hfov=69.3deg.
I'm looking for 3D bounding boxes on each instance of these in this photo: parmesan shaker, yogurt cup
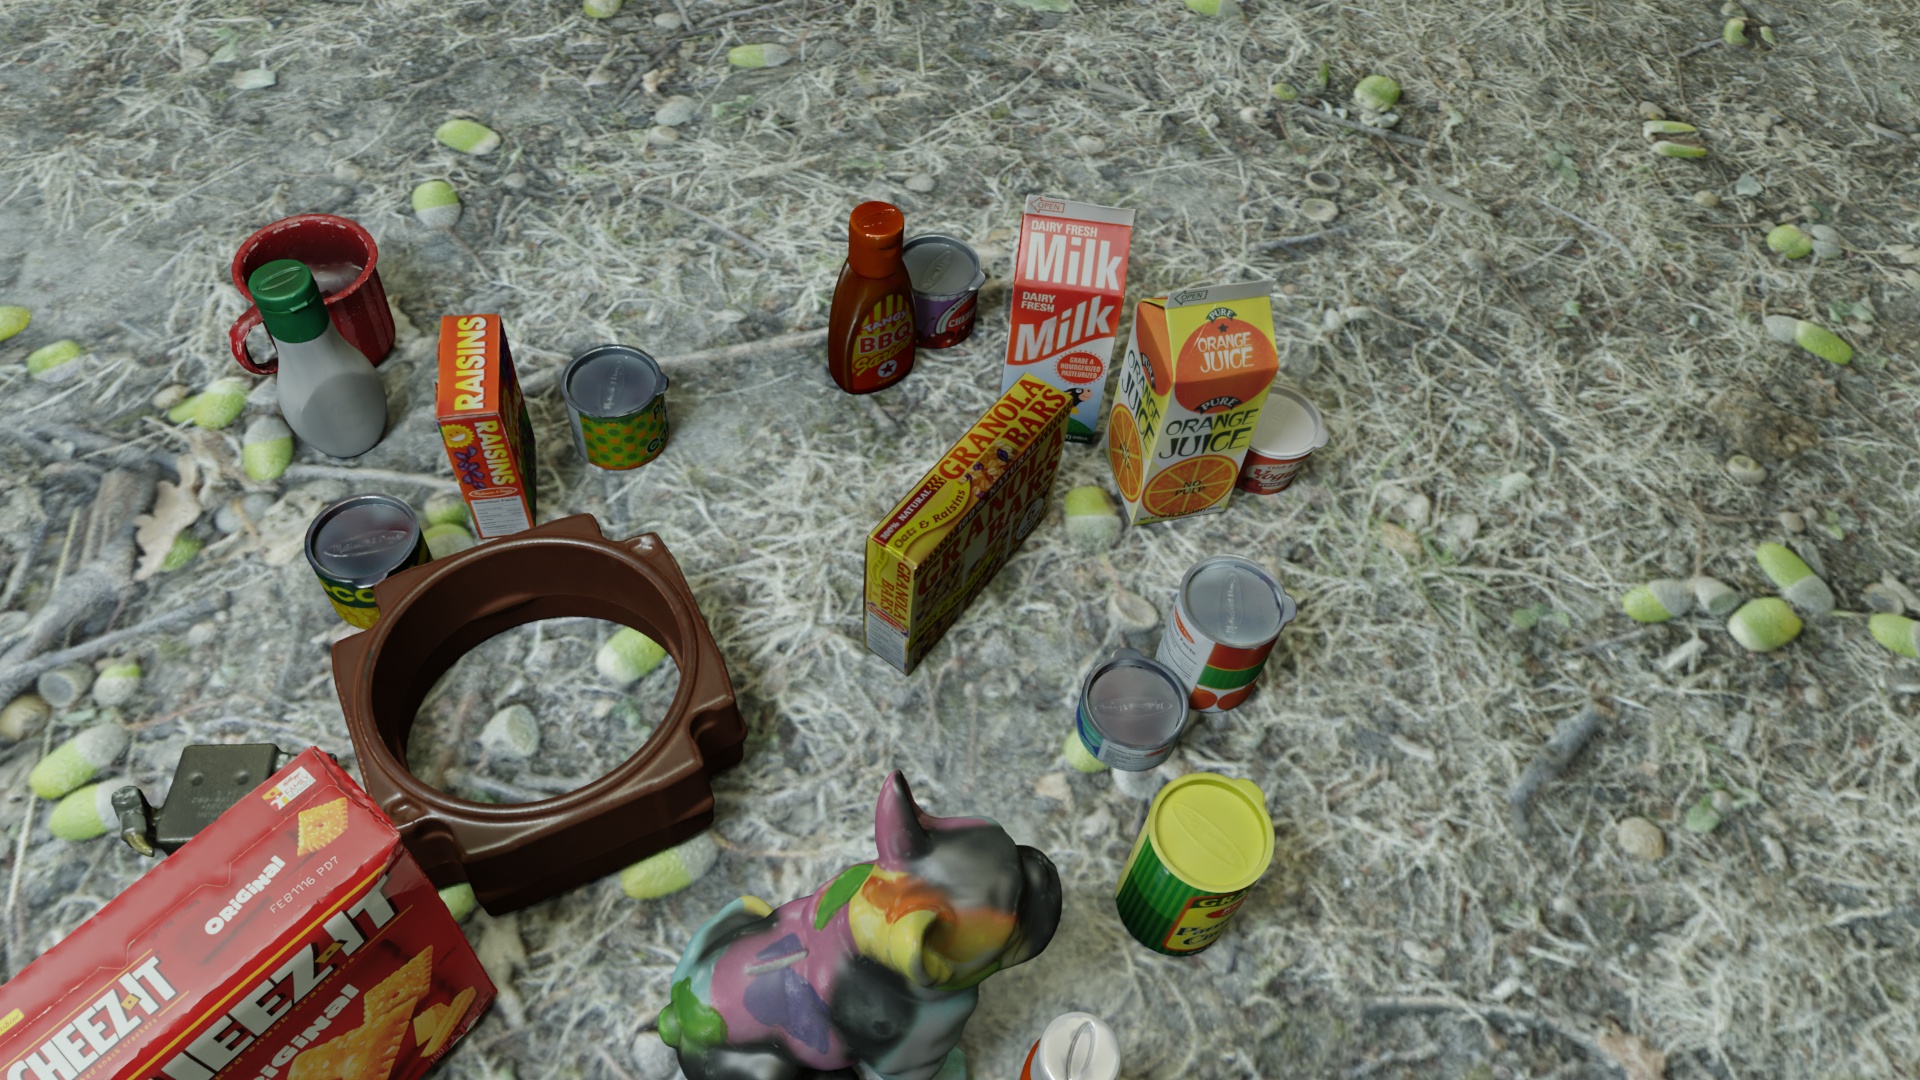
[{"bbox_3d":[0.128,0.178,0.760,0.071,0.102,0.071,3,54,-3],"label":"parmesan shaker"},{"bbox_3d":[0.215,-0.069,0.978,0.072,0.053,0.073,3,54,-4],"label":"yogurt cup"}]

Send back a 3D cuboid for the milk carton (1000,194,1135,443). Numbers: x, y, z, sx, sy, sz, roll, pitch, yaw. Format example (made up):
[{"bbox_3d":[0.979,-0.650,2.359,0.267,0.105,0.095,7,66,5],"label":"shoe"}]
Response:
[{"bbox_3d":[0.069,-0.156,0.942,0.072,0.189,0.074,7,54,0],"label":"milk carton"}]

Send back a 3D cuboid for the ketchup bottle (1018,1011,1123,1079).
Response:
[{"bbox_3d":[0.048,0.265,0.662,0.043,0.148,0.065,18,55,8],"label":"ketchup bottle"}]

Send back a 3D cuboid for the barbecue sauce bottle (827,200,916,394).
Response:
[{"bbox_3d":[-0.060,-0.168,0.965,0.065,0.147,0.044,-26,61,-21],"label":"barbecue sauce bottle"}]

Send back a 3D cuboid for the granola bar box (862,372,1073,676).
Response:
[{"bbox_3d":[0.003,-0.011,0.872,0.039,0.123,0.166,32,58,17],"label":"granola bar box"}]

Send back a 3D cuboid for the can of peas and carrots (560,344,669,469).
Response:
[{"bbox_3d":[-0.232,-0.090,0.948,0.071,0.058,0.071,3,54,-4],"label":"can of peas and carrots"}]

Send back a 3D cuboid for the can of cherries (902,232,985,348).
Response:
[{"bbox_3d":[-0.017,-0.184,1.036,0.071,0.058,0.072,3,54,-4],"label":"can of cherries"}]

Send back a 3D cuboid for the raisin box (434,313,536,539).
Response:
[{"bbox_3d":[-0.302,-0.072,0.888,0.040,0.122,0.086,-5,55,-9],"label":"raisin box"}]

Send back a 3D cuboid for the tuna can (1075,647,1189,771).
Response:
[{"bbox_3d":[0.105,0.104,0.855,0.071,0.032,0.071,3,54,-4],"label":"tuna can"}]

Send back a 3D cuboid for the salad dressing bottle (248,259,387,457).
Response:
[{"bbox_3d":[-0.414,-0.115,0.894,0.064,0.146,0.044,-35,64,-26],"label":"salad dressing bottle"}]

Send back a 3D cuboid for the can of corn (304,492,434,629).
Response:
[{"bbox_3d":[-0.362,0.016,0.859,0.071,0.058,0.071,3,54,-4],"label":"can of corn"}]

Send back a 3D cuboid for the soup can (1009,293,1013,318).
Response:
[{"bbox_3d":[0.072,-0.187,1.031,0.071,0.083,0.072,3,54,-3],"label":"soup can"}]

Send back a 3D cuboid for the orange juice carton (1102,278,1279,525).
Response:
[{"bbox_3d":[0.150,-0.098,0.907,0.072,0.191,0.073,-9,56,-11],"label":"orange juice carton"}]

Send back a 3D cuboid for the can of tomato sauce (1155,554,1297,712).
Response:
[{"bbox_3d":[0.162,0.059,0.862,0.071,0.082,0.071,3,54,-3],"label":"can of tomato sauce"}]
